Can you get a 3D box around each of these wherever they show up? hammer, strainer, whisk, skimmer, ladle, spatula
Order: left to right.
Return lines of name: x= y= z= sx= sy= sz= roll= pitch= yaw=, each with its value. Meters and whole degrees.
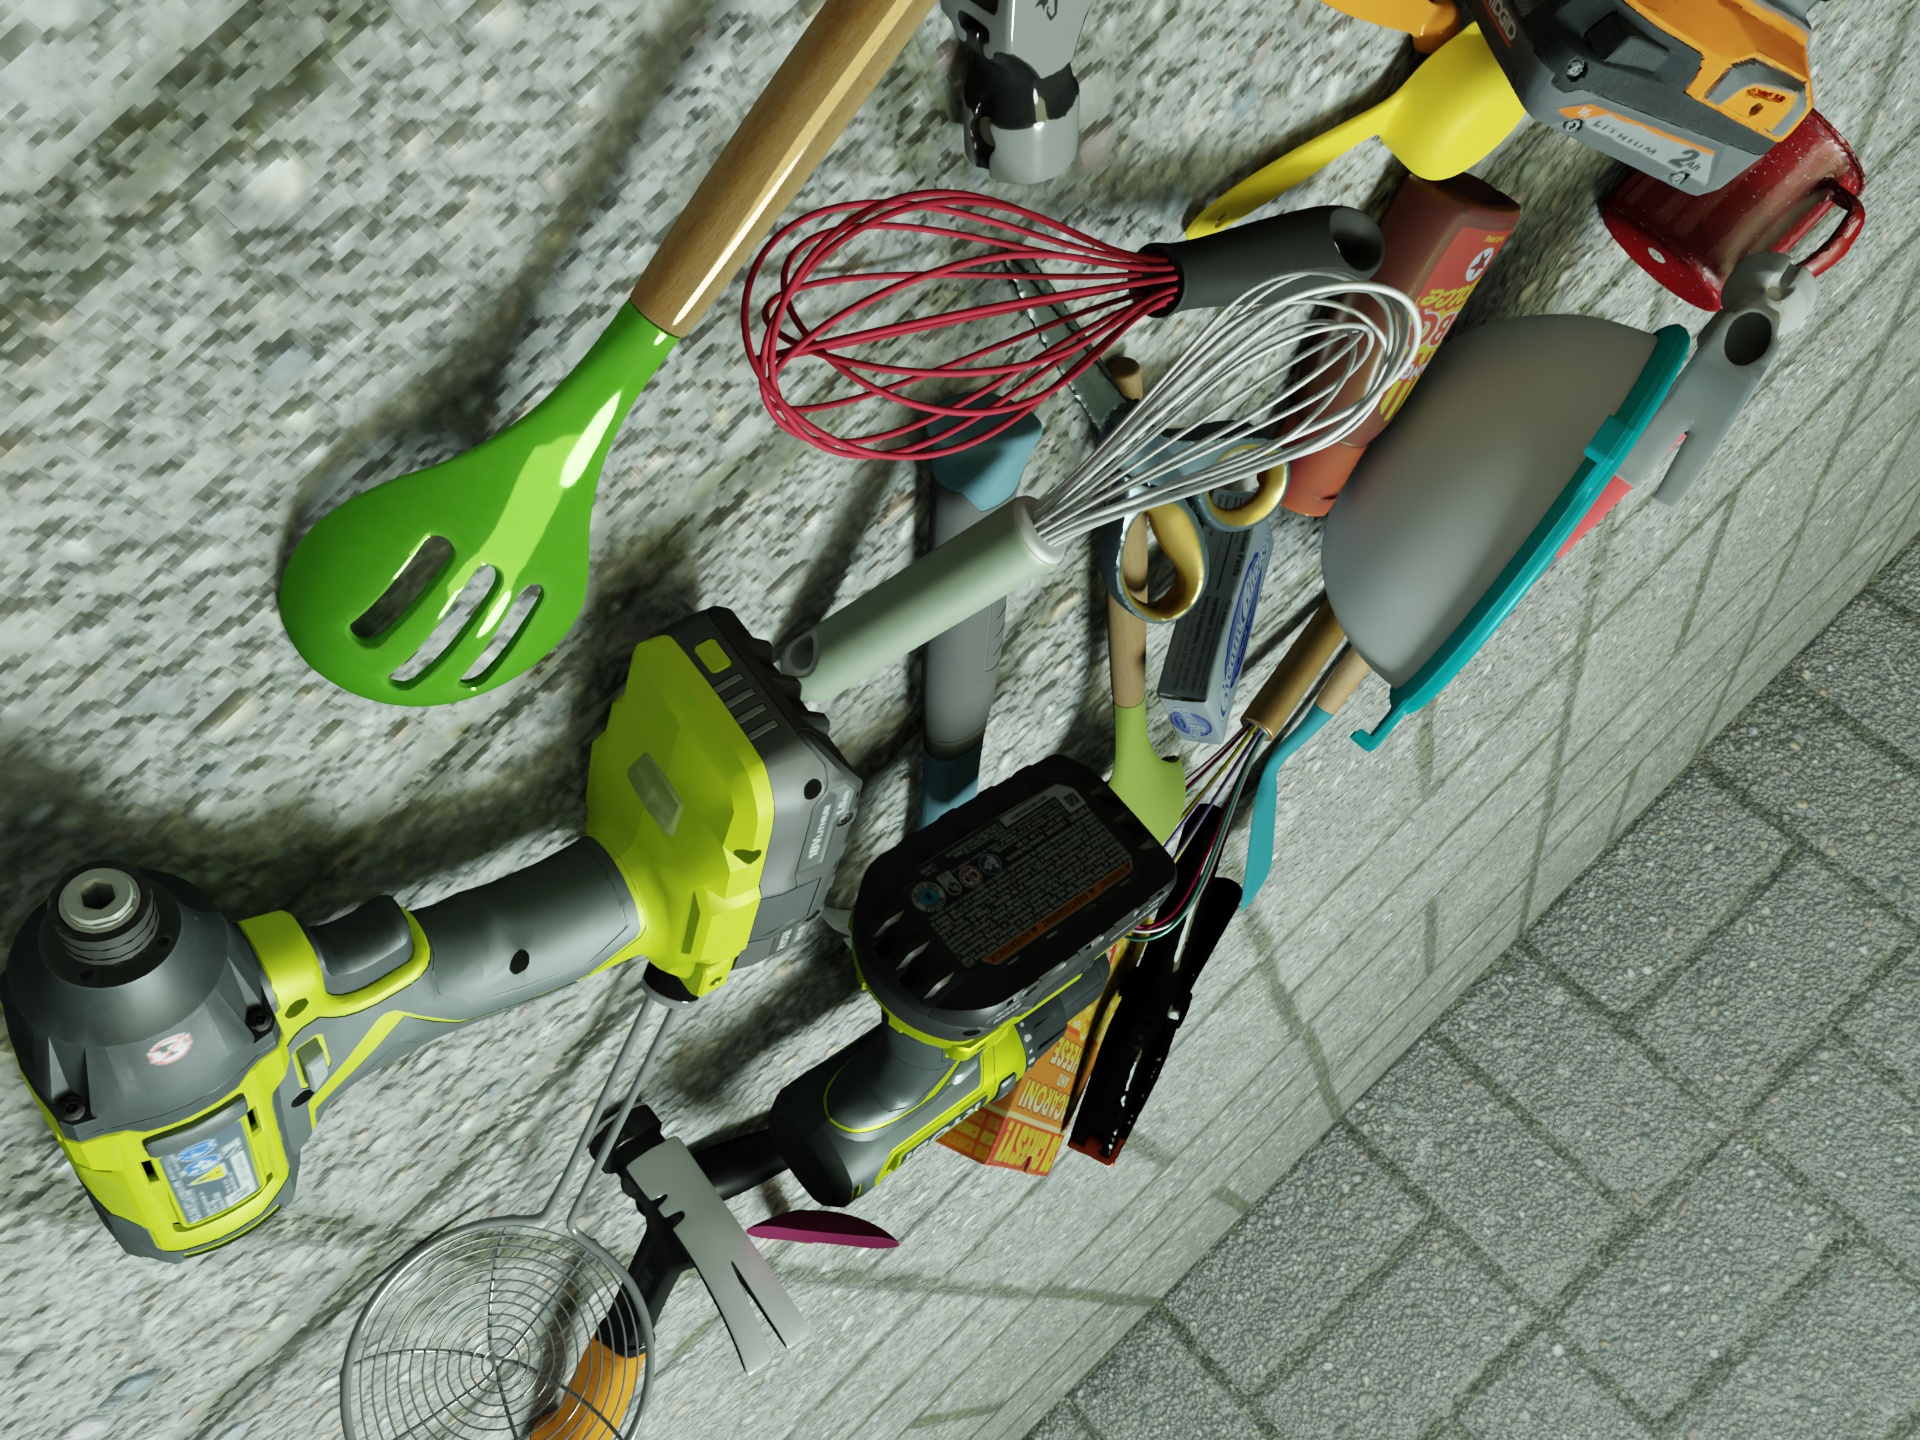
skimmer: x=-0.138 y=0.168 z=0.622 sx=0.090 sy=0.127 sz=0.363 roll=-94 pitch=-152 yaw=-64
hammer: x=-0.167 y=0.324 z=0.797 sx=0.034 sy=0.127 sz=0.336 roll=-24 pitch=153 yaw=-40
whisk: x=-0.071 y=0.221 z=0.853 sx=0.239 sy=0.055 sz=0.055 roll=-10 pitch=137 yaw=-45
hammer: x=-0.001 y=-0.002 z=0.648 sx=0.128 sy=0.033 sz=0.330 roll=-34 pitch=152 yaw=-26
whisk: x=0.031 y=-0.063 z=0.496 sx=0.246 sy=0.058 sz=0.059 roll=-29 pitch=145 yaw=33
ladle: x=0.067 y=-0.036 z=0.705 sx=0.078 sy=0.062 sz=0.319 roll=-27 pitch=143 yaw=-15
whisk: x=0.049 y=-0.132 z=0.490 sx=0.296 sy=0.073 sz=0.073 roll=-23 pitch=146 yaw=-41
whisk: x=0.148 y=0.021 z=0.857 sx=0.245 sy=0.051 sz=0.047 roll=-52 pitch=127 yaw=-15
spatula: x=0.249 y=-0.023 z=0.979 sx=0.317 sy=0.044 sz=0.082 roll=-59 pitch=166 yaw=23
hammer: x=0.130 y=-0.281 z=0.434 sx=0.335 sy=0.035 sz=0.146 roll=-36 pitch=153 yaw=-20
strainer: x=0.261 y=-0.146 z=0.788 sx=0.340 sy=0.095 sz=0.211 roll=-49 pitch=171 yaw=-47
hammer: x=0.315 y=-0.089 z=0.868 sx=0.143 sy=0.038 sz=0.386 roll=-51 pitch=172 yaw=-19

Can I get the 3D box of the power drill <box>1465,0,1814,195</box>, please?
power drill: x=0.267 y=-0.283 z=0.484 sx=0.164 sy=0.084 sz=0.226 roll=8 pitch=145 yaw=-32

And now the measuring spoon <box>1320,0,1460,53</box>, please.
measuring spoon: x=0.143 y=-0.243 z=0.535 sx=0.117 sy=0.011 sz=0.021 roll=-10 pitch=137 yaw=-51

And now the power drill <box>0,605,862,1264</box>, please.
power drill: x=-0.144 y=0.056 z=0.456 sx=0.223 sy=0.080 sz=0.171 roll=-26 pitch=156 yaw=-31

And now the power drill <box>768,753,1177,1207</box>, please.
power drill: x=0.013 y=0.116 z=0.714 sx=0.190 sy=0.080 sz=0.228 roll=-30 pitch=157 yaw=-29

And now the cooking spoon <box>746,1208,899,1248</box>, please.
cooking spoon: x=-0.079 y=0.259 z=0.814 sx=0.068 sy=0.017 sz=0.318 roll=8 pitch=162 yaw=-7

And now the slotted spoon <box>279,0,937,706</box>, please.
slotted spoon: x=-0.057 y=-0.114 z=0.364 sx=0.070 sy=0.031 sz=0.313 roll=27 pitch=112 yaw=-40

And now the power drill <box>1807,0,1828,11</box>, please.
power drill: x=0.324 y=-0.349 z=0.585 sx=0.188 sy=0.080 sz=0.226 roll=-42 pitch=157 yaw=-7

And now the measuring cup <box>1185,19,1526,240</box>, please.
measuring cup: x=0.147 y=-0.201 z=0.574 sx=0.156 sy=0.029 sz=0.062 roll=-33 pitch=166 yaw=-18
